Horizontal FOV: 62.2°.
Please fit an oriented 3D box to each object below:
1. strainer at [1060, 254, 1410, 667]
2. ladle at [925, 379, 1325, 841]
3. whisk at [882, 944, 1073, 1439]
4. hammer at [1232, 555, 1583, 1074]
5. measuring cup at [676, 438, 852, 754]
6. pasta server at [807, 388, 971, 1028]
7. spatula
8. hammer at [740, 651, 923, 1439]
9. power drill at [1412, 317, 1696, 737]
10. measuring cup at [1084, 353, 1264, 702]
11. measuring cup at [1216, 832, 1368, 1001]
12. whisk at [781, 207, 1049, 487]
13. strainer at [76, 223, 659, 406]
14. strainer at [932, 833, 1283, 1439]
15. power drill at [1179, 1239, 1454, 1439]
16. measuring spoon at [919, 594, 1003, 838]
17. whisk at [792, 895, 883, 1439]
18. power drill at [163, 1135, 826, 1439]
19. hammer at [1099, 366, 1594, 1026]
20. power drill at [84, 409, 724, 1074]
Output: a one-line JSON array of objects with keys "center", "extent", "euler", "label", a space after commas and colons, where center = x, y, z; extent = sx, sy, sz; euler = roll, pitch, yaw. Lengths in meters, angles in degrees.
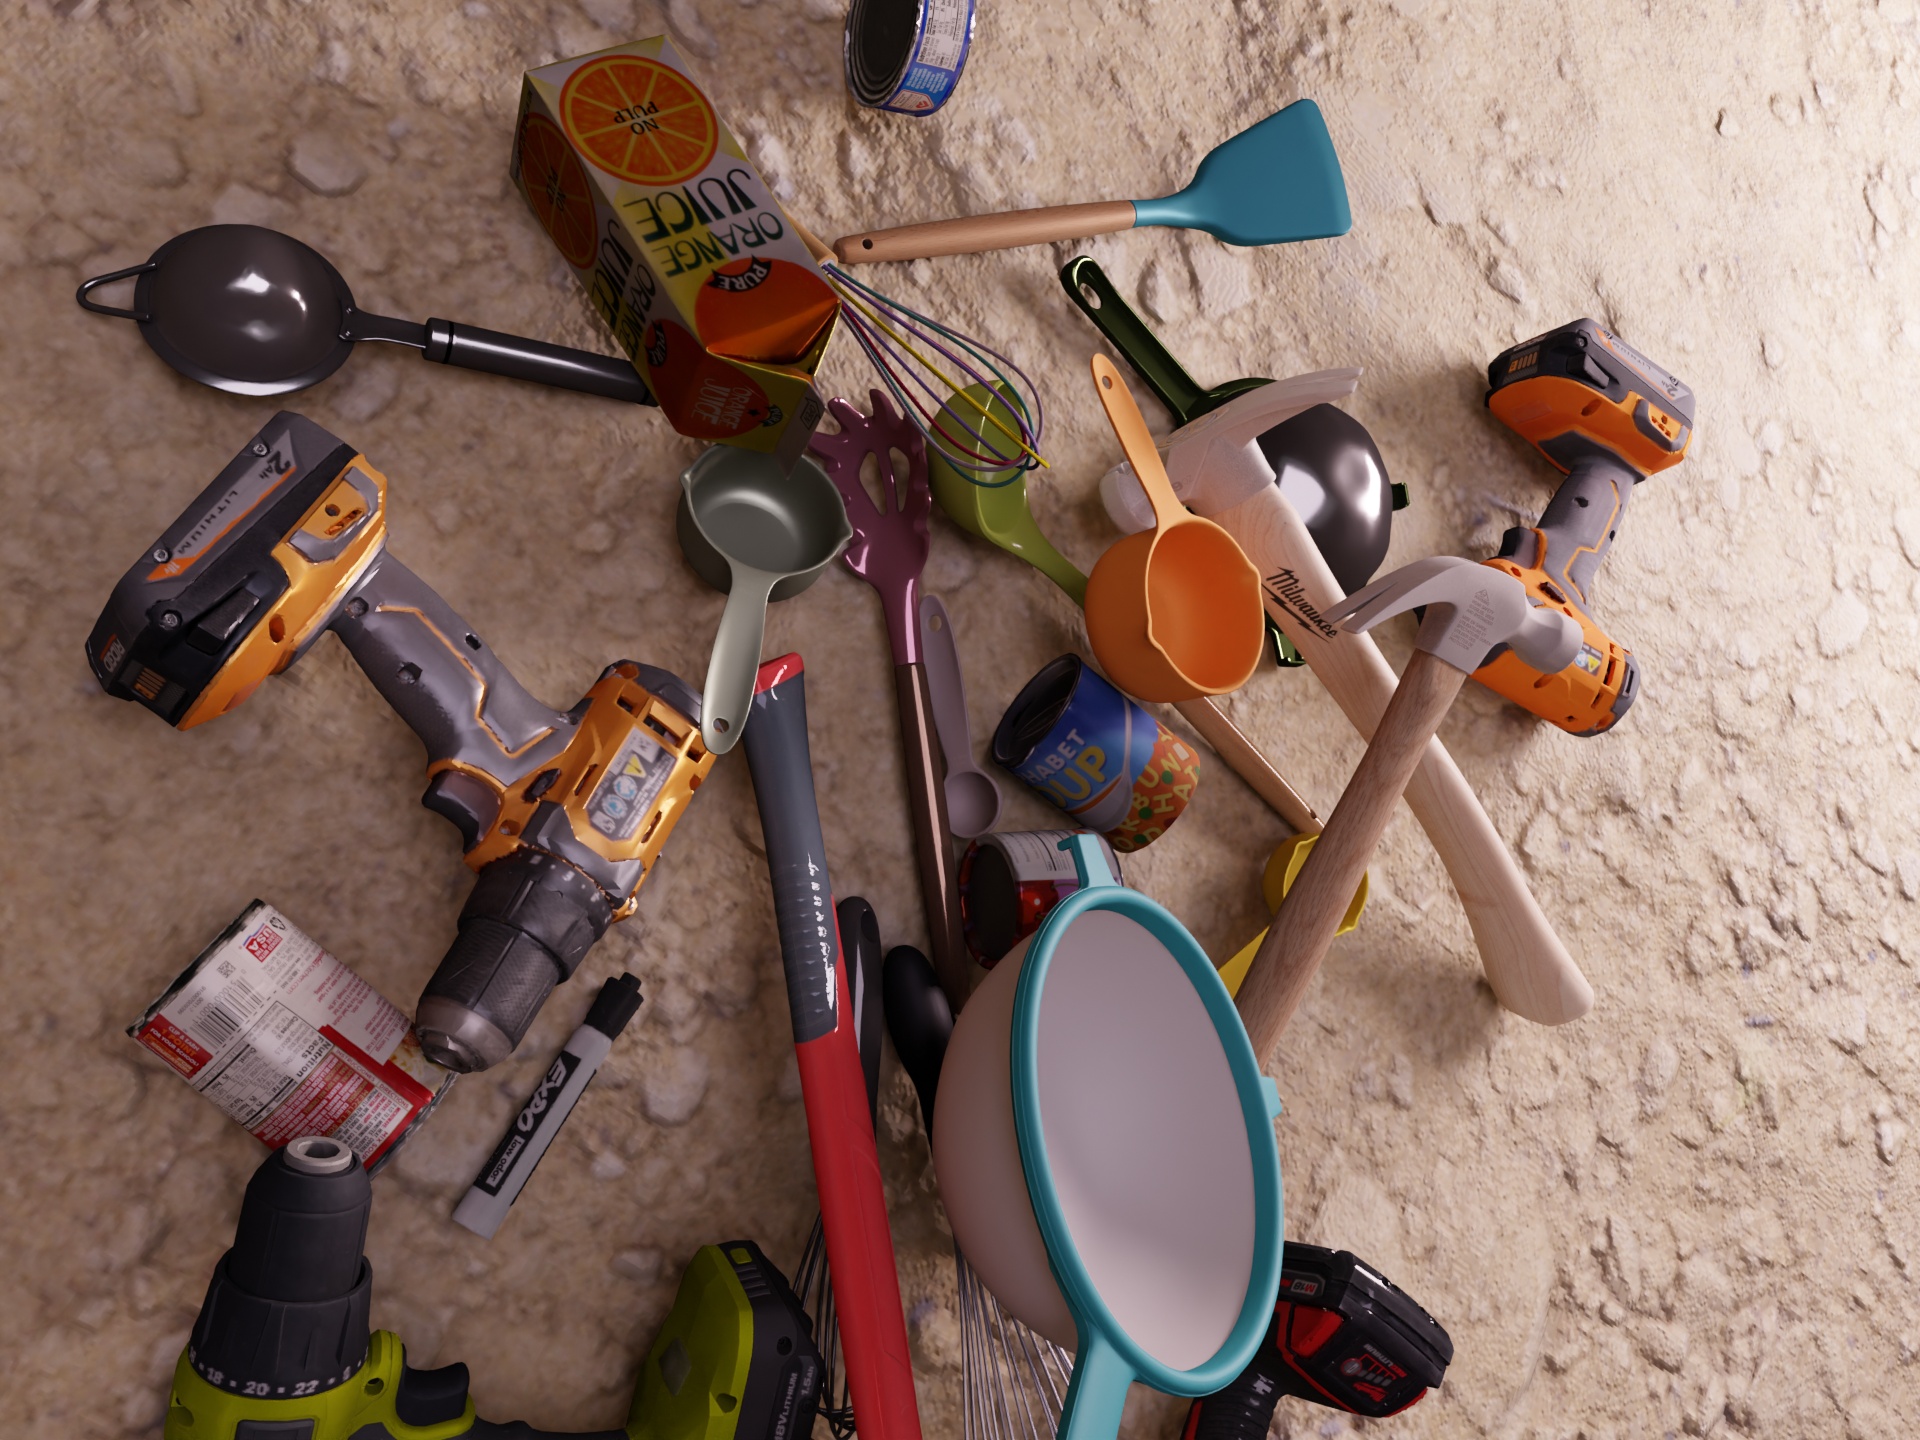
[{"center": [0.157, -0.163, 0.873], "extent": [0.256, 0.069, 0.151], "euler": [45, 65, -15], "label": "strainer"}, {"center": [0.098, -0.047, 0.831], "extent": [0.320, 0.062, 0.078], "euler": [44, 44, -17], "label": "ladle"}, {"center": [0.009, 0.242, 0.734], "extent": [0.070, 0.070, 0.285], "euler": [-11, 81, -29], "label": "whisk"}, {"center": [0.185, 0.072, 0.793], "extent": [0.130, 0.031, 0.331], "euler": [24, 95, -25], "label": "hammer"}, {"center": [-0.099, -0.052, 0.715], "extent": [0.083, 0.038, 0.168], "euler": [17, 59, -16], "label": "measuring cup"}, {"center": [-0.024, 0.000, 0.768], "extent": [0.040, 0.060, 0.316], "euler": [3, 78, -73], "label": "pasta server"}, {"center": [0.076, -0.279, 0.866], "extent": [0.317, 0.044, 0.082], "euler": [-17, 91, -28], "label": "spatula"}, {"center": [-0.048, 0.149, 0.671], "extent": [0.143, 0.038, 0.387], "euler": [43, 31, -59], "label": "hammer"}, {"center": [0.352, -0.123, 0.964], "extent": [0.164, 0.084, 0.226], "euler": [25, 74, -21], "label": "power drill"}, {"center": [0.085, -0.090, 0.775], "extent": [0.095, 0.052, 0.173], "euler": [-30, 99, -41], "label": "measuring cup"}, {"center": [0.155, 0.120, 0.852], "extent": [0.156, 0.029, 0.062], "euler": [-41, 107, -15], "label": "measuring cup"}, {"center": [-0.049, -0.195, 0.748], "extent": [0.245, 0.051, 0.047], "euler": [43, 39, 12], "label": "whisk"}, {"center": [-0.234, -0.169, 0.688], "extent": [0.258, 0.050, 0.087], "euler": [7, 64, -30], "label": "strainer"}, {"center": [0.035, 0.224, 0.648], "extent": [0.210, 0.095, 0.341], "euler": [53, 36, -25], "label": "strainer"}, {"center": [0.133, 0.356, 0.727], "extent": [0.078, 0.143, 0.220], "euler": [41, 63, -18], "label": "power drill"}, {"center": [-0.001, -0.003, 0.790], "extent": [0.018, 0.034, 0.124], "euler": [8, 69, -62], "label": "measuring spoon"}, {"center": [-0.052, 0.198, 0.715], "extent": [0.055, 0.055, 0.239], "euler": [8, 73, -26], "label": "whisk"}, {"center": [-0.174, 0.254, 0.597], "extent": [0.228, 0.080, 0.190], "euler": [11, 97, -26], "label": "power drill"}, {"center": [0.243, 0.005, 0.856], "extent": [0.410, 0.146, 0.038], "euler": [53, 38, -17], "label": "hammer"}, {"center": [-0.220, 0.012, 0.624], "extent": [0.226, 0.084, 0.185], "euler": [39, 52, -19], "label": "power drill"}]
